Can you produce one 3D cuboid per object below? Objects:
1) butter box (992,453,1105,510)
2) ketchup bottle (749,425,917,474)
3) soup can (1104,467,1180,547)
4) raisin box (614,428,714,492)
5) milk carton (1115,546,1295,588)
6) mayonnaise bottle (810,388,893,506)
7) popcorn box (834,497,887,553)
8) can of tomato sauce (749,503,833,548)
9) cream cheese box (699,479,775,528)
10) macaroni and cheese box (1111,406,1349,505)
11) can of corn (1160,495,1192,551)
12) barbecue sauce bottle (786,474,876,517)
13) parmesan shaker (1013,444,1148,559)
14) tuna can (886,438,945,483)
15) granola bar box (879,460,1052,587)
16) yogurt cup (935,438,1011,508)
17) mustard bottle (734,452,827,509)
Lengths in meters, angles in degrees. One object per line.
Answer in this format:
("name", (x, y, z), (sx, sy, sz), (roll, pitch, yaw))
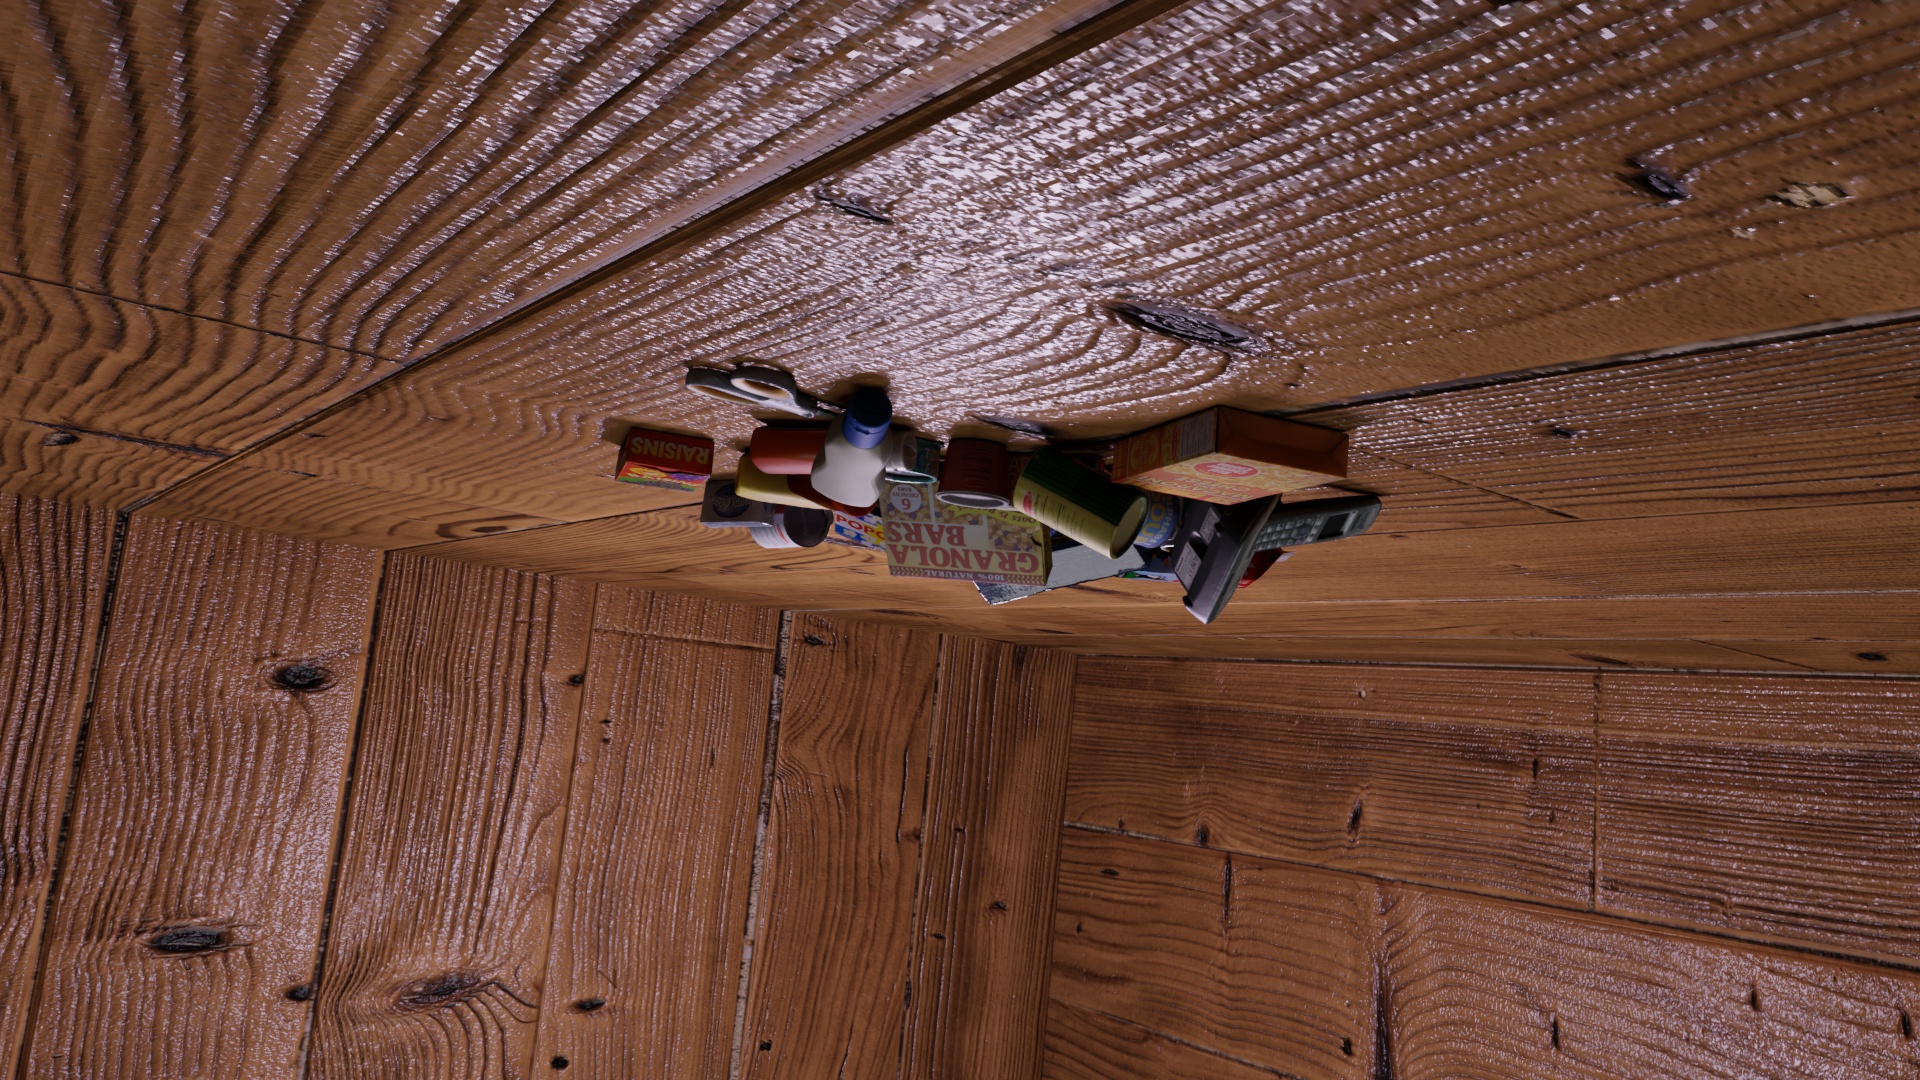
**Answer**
("butter box", (0.082, -0.053, 1.300), (0.103, 0.053, 0.024), (3, 174, 23))
("ketchup bottle", (-0.114, -0.082, 1.268), (0.149, 0.043, 0.065), (2, 174, 21))
("soup can", (0.162, -0.031, 1.346), (0.084, 0.071, 0.071), (12, 170, -37))
("raisin box", (-0.306, -0.081, 1.429), (0.086, 0.040, 0.123), (9, 171, -18))
("milk carton", (0.272, 0.010, 1.552), (0.191, 0.073, 0.072), (5, 172, 2))
("mayonnaise bottle", (-0.086, -0.077, 1.165), (0.065, 0.041, 0.147), (19, 154, -5))
("popcorn box", (-0.074, -0.019, 1.519), (0.127, 0.038, 0.085), (21, 153, 5))
("can of tomato sauce", (-0.206, -0.024, 1.680), (0.071, 0.071, 0.083), (12, 170, -38))
("cream cheese box", (-0.258, -0.043, 1.617), (0.103, 0.053, 0.024), (-1, 168, 38))
("macaroni and cheese box", (0.218, -0.067, 1.147), (0.124, 0.040, 0.166), (9, 171, -21))
("can of corn", (0.242, -0.017, 1.426), (0.071, 0.058, 0.071), (6, 172, 1))
("barbecue sauce bottle", (-0.120, -0.053, 1.342), (0.065, 0.043, 0.148), (-5, -168, -21))
("parmesan shaker", (0.108, -0.033, 1.237), (0.103, 0.071, 0.071), (29, -178, 24))
("tuna can", (-0.050, -0.075, 1.306), (0.071, 0.033, 0.071), (6, 172, 1))
("granola bar box", (0.005, -0.017, 1.390), (0.165, 0.123, 0.039), (4, -145, 14))
("yogurt cup", (0.013, -0.062, 1.281), (0.072, 0.054, 0.072), (6, 172, 1))
("mustard bottle", (-0.152, -0.059, 1.445), (0.160, 0.049, 0.065), (7, 173, -15))
